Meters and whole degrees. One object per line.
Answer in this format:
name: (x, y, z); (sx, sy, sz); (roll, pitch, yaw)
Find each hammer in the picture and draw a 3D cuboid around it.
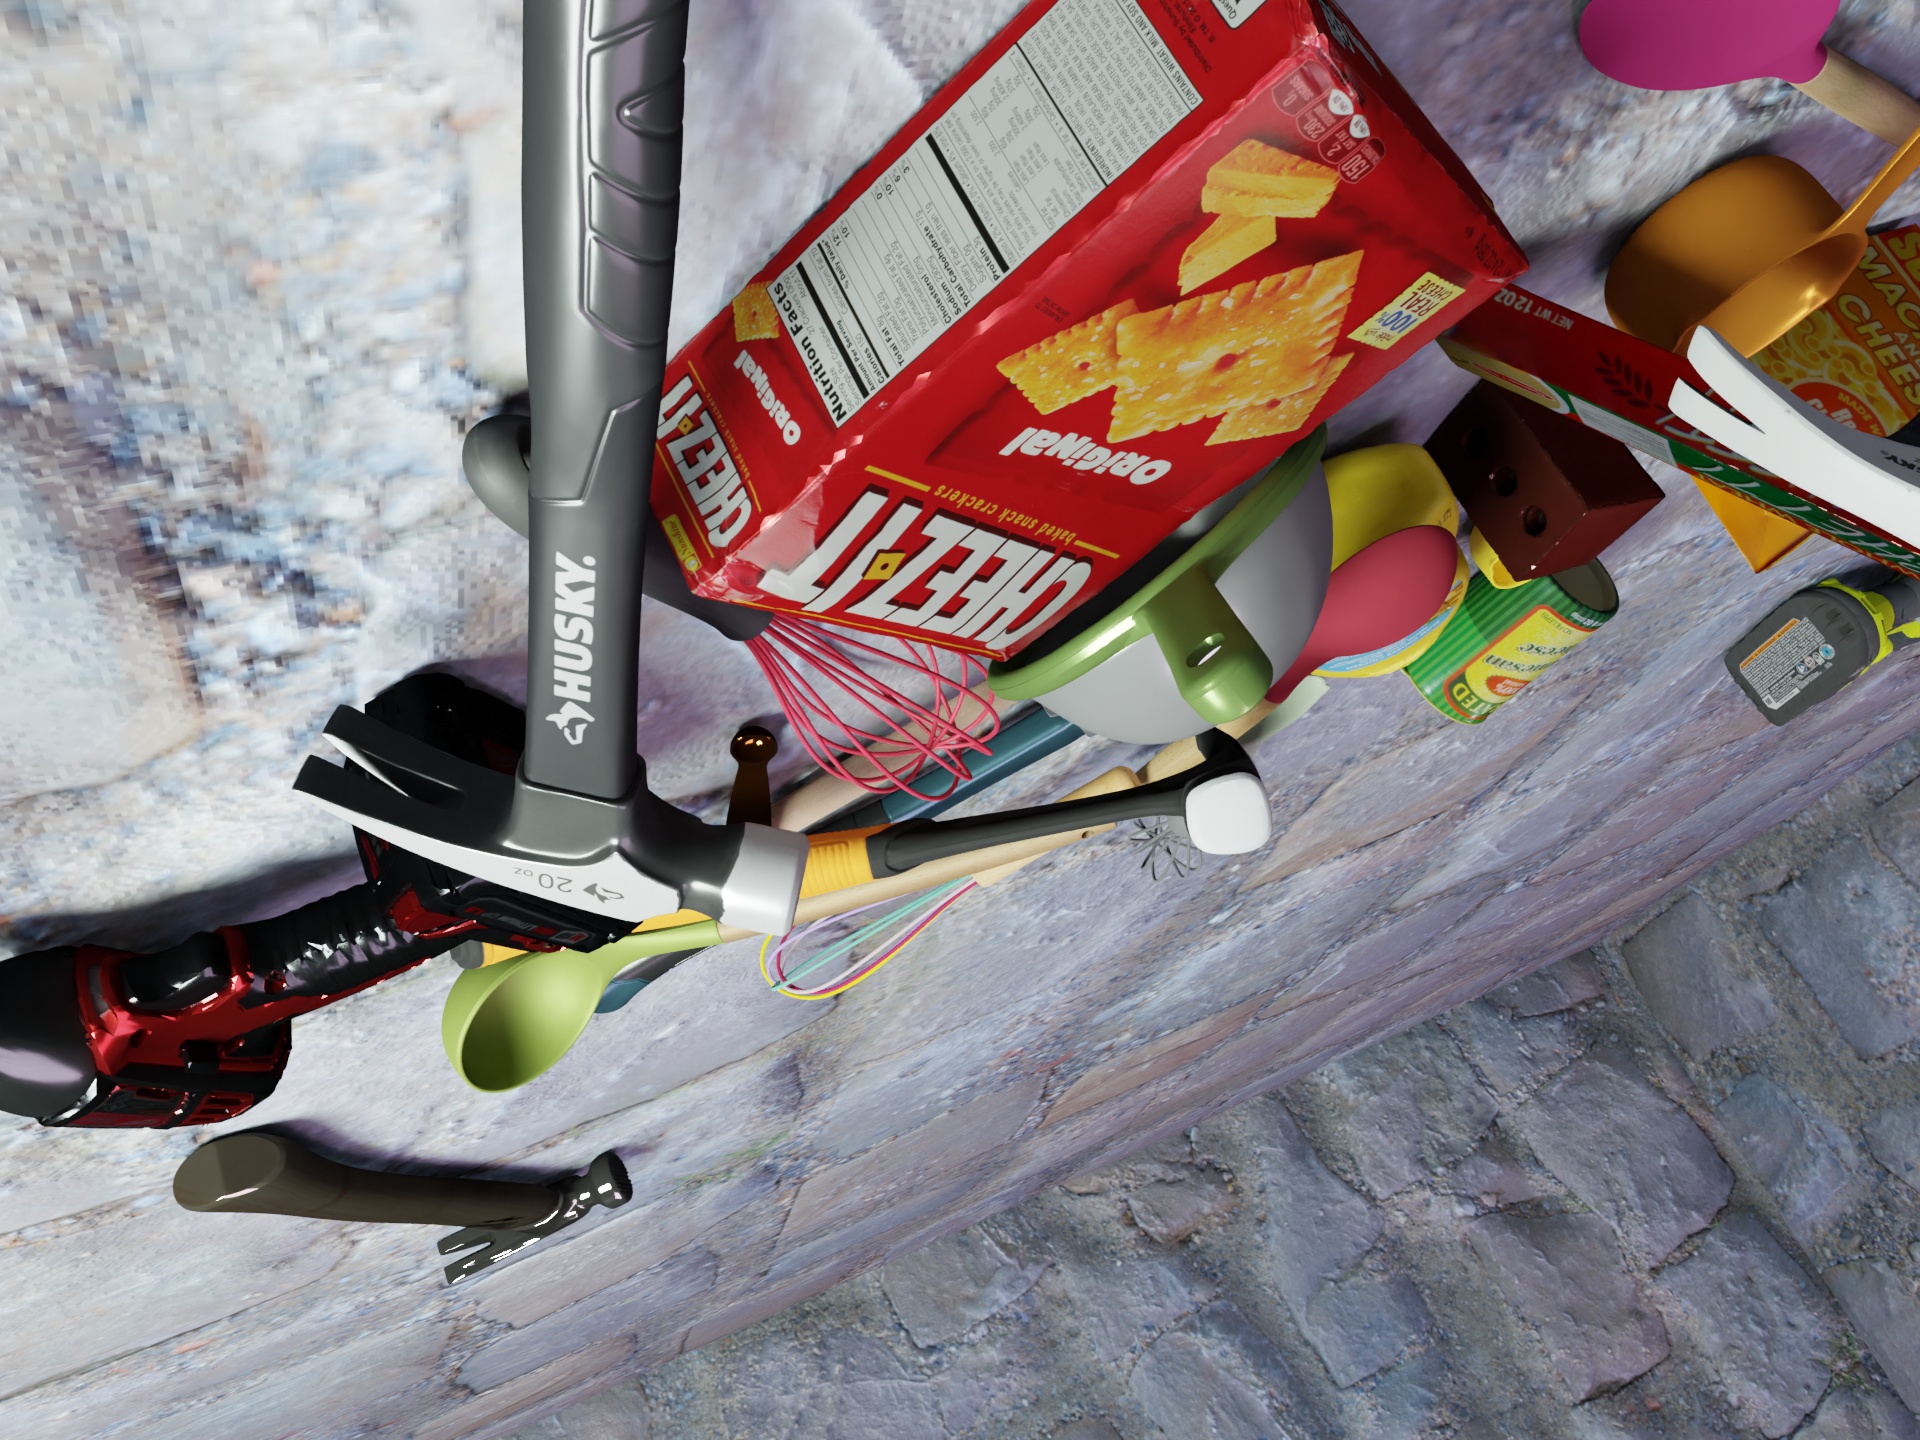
hammer: (-0.044, 0.054, 0.773); (0.331, 0.033, 0.128); (-30, 159, 6)
hammer: (-0.341, 0.295, 0.963); (0.146, 0.038, 0.410); (-26, 158, 1)
hammer: (0.396, -0.173, 0.569); (0.409, 0.149, 0.036); (-41, 149, -33)
hammer: (-0.046, 0.054, 0.656); (0.337, 0.034, 0.127); (-11, -172, 4)
hammer: (-0.091, -0.067, 0.369); (0.146, 0.035, 0.334); (13, 136, -3)

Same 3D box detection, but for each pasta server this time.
pasta server: (-0.001, -0.002, 0.693); (0.316, 0.060, 0.040); (-30, 180, 16)

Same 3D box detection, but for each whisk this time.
whisk: (-0.011, 0.088, 0.852); (0.245, 0.047, 0.051); (-31, 168, 20)
whisk: (0.127, 0.057, 0.899); (0.055, 0.055, 0.239); (-26, 170, -4)
whisk: (-0.061, -0.031, 0.536); (0.073, 0.073, 0.295); (-33, 152, 13)

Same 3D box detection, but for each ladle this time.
ladle: (-0.081, 0.097, 0.718); (0.320, 0.062, 0.078); (-17, 145, 5)
ladle: (0.131, -0.006, 0.736); (0.069, 0.031, 0.315); (-10, 164, -21)

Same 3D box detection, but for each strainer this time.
strainer: (0.085, -0.025, 0.524); (0.151, 0.069, 0.256); (-39, -168, 11)

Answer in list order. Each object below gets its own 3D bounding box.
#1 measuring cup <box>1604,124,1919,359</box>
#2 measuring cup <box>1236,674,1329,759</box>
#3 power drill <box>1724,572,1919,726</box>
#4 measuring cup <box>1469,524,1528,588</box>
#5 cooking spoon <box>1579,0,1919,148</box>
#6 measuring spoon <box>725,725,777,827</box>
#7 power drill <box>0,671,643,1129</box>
measuring cup: (0.311, -0.199, 0.591); (0.095, 0.052, 0.173); (-18, 156, -28)
measuring cup: (0.148, 0.002, 0.874); (0.083, 0.038, 0.167); (-23, 160, -10)
power drill: (0.772, -0.080, 1.354); (0.223, 0.080, 0.171); (-21, 157, -22)
measuring cup: (0.290, -0.127, 0.779); (0.062, 0.029, 0.156); (-21, 145, -17)
cooking spoon: (0.310, -0.230, 0.568); (0.318, 0.017, 0.069); (-5, 169, -44)
measuring spoon: (-0.092, 0.038, 0.690); (0.021, 0.011, 0.116); (-1, 143, -11)
power drill: (-0.236, 0.076, 0.552); (0.219, 0.079, 0.143); (-28, 158, 9)
